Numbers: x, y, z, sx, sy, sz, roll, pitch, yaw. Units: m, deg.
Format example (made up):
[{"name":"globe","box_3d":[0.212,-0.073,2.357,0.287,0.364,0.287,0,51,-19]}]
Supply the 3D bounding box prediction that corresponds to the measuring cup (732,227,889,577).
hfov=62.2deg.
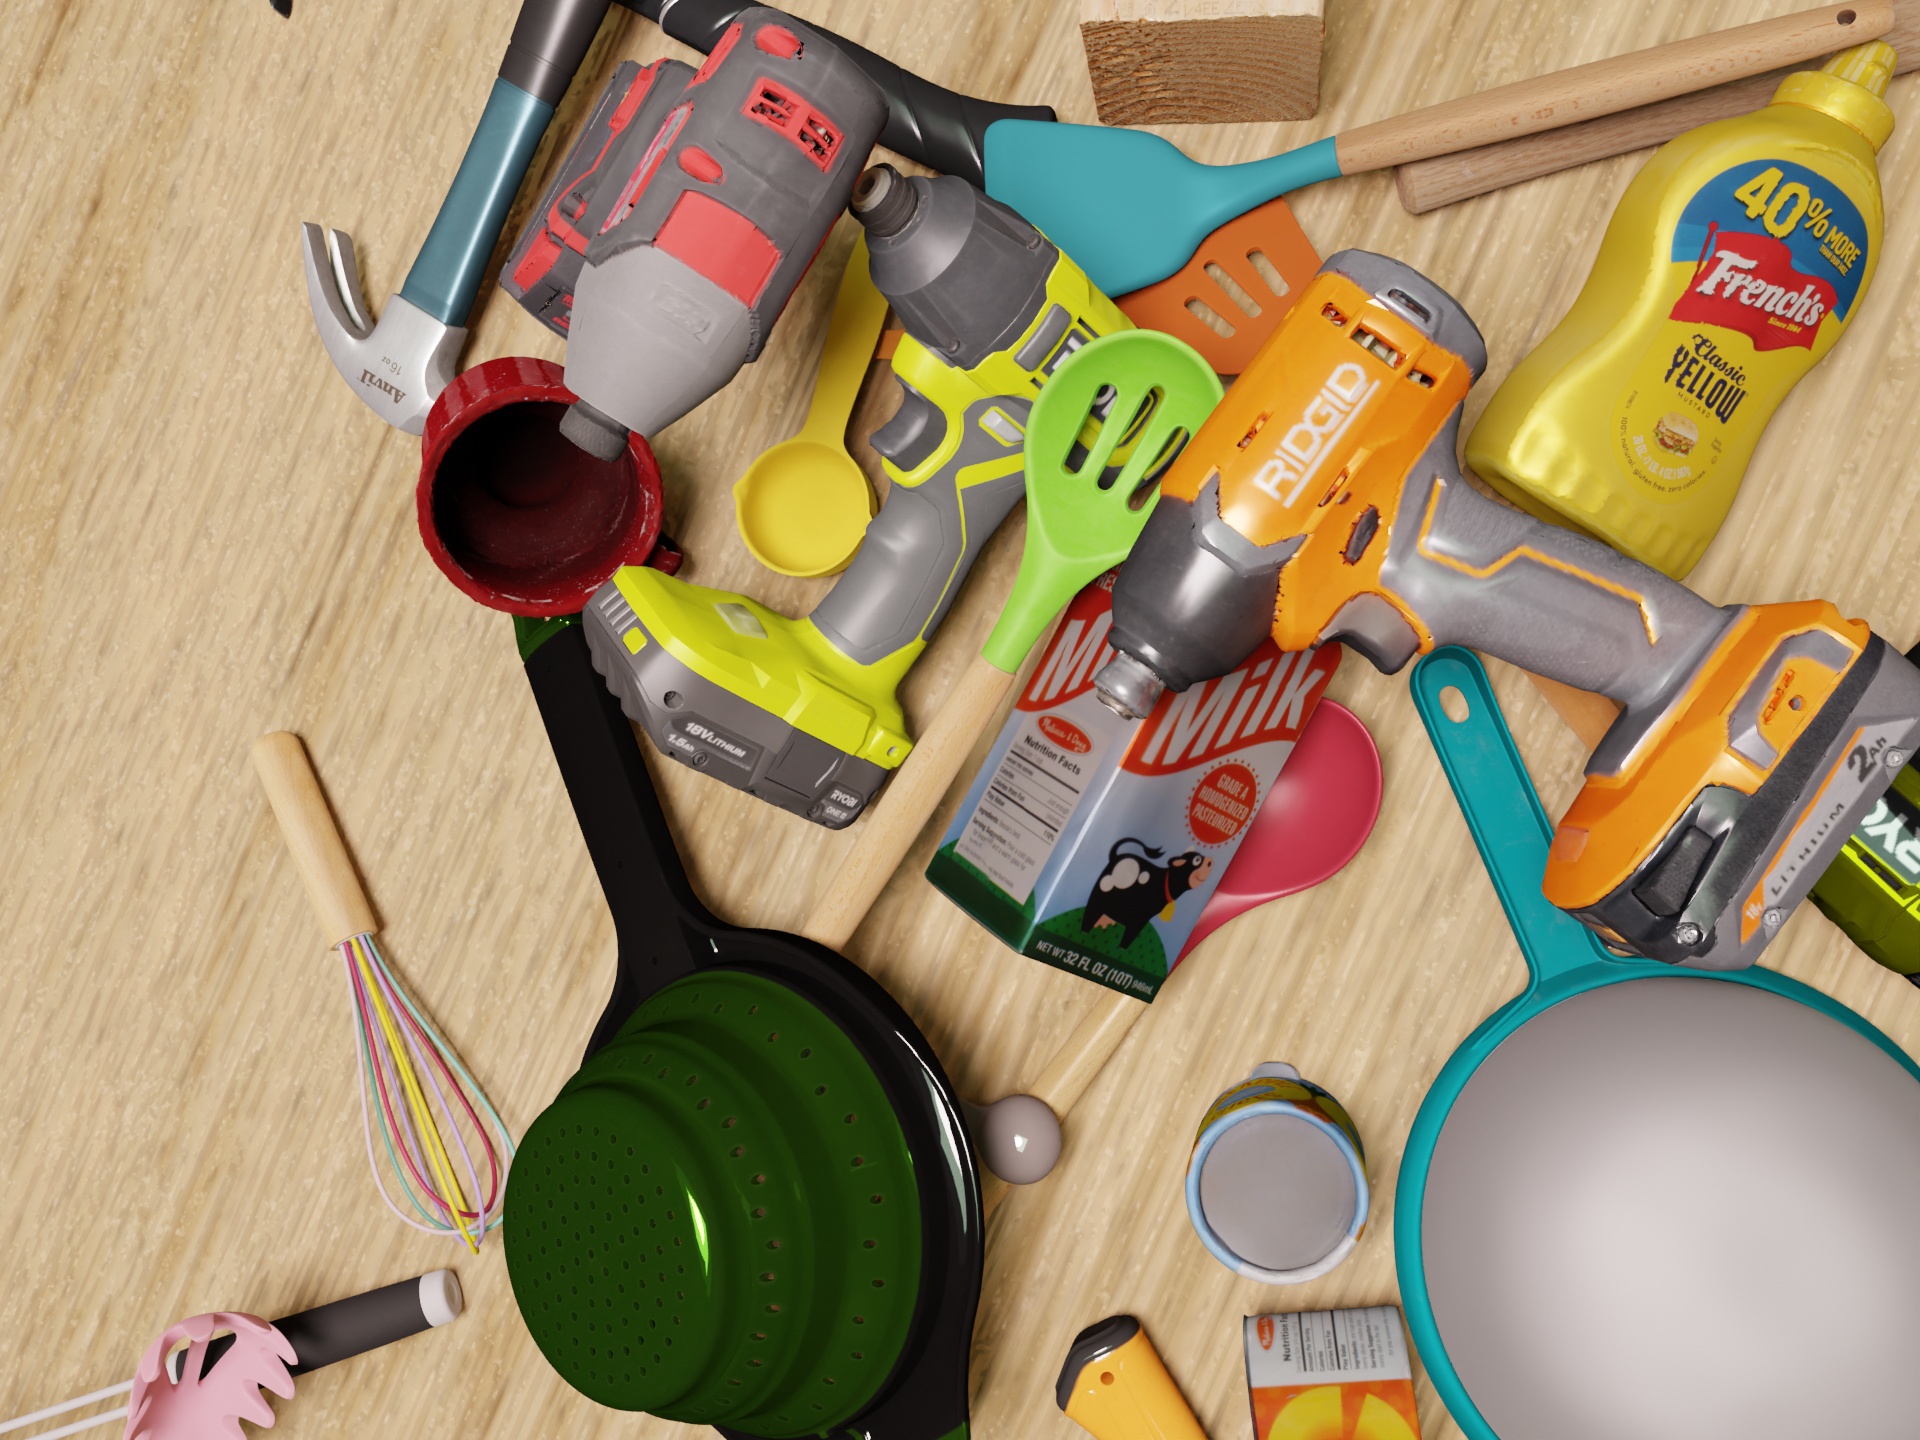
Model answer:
[{"name":"measuring cup","box_3d":[-0.048,-0.134,0.662,0.062,0.029,0.156,16,89,12]}]

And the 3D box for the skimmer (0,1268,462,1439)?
[{"name":"skimmer","box_3d":[-0.391,0.293,0.705,0.363,0.090,0.127,-18,100,0]}]

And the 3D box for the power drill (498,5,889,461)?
[{"name":"power drill","box_3d":[-0.103,-0.169,0.564,0.078,0.220,0.143,29,97,-24]}]

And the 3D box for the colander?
[{"name":"colander","box_3d":[-0.131,0.111,0.606,0.204,0.094,0.397,-34,71,31]}]

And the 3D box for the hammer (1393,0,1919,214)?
[{"name":"hammer","box_3d":[0.329,-0.252,0.590,0.331,0.031,0.130,-12,85,11]}]

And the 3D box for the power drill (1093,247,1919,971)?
[{"name":"power drill","box_3d":[0.162,-0.020,0.504,0.226,0.084,0.164,37,90,4]}]

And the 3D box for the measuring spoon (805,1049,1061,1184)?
[{"name":"measuring spoon","box_3d":[-0.019,0.153,0.632,0.124,0.018,0.034,13,87,25]}]

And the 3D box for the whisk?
[{"name":"whisk","box_3d":[-0.252,0.113,0.683,0.051,0.047,0.245,-29,78,10]}]

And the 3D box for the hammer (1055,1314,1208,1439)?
[{"name":"hammer","box_3d":[0.138,0.378,0.590,0.127,0.034,0.337,-30,81,9]}]

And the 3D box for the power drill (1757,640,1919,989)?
[{"name":"power drill","box_3d":[0.388,-0.004,0.541,0.191,0.080,0.228,45,99,12]}]

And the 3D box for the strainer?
[{"name":"strainer","box_3d":[0.237,0.122,0.542,0.211,0.095,0.340,-20,77,0]}]

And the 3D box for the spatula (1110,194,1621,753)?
[{"name":"spatula","box_3d":[0.176,-0.074,0.596,0.081,0.041,0.323,-37,77,8]}]

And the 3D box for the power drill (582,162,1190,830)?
[{"name":"power drill","box_3d":[-0.031,-0.080,0.589,0.223,0.171,0.080,-51,47,9]}]

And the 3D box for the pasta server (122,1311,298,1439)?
[{"name":"pasta server","box_3d":[-0.340,0.374,0.661,0.040,0.060,0.316,34,110,49]}]

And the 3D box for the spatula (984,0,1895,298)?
[{"name":"spatula","box_3d":[0.164,-0.216,0.586,0.317,0.044,0.082,-8,88,24]}]

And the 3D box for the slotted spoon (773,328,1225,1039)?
[{"name":"slotted spoon","box_3d":[-0.001,-0.002,0.589,0.070,0.031,0.313,32,108,2]}]

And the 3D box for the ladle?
[{"name":"ladle","box_3d":[0.057,0.123,0.626,0.069,0.031,0.315,39,96,20]}]

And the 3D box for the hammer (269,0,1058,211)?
[{"name":"hammer","box_3d":[-0.137,-0.312,0.688,0.409,0.036,0.149,29,94,12]}]

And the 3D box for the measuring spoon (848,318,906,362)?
[{"name":"measuring spoon","box_3d":[0.006,-0.154,0.663,0.117,0.011,0.021,6,99,9]}]

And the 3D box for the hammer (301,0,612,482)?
[{"name":"hammer","box_3d":[-0.174,-0.274,0.663,0.128,0.033,0.331,31,103,8]}]
